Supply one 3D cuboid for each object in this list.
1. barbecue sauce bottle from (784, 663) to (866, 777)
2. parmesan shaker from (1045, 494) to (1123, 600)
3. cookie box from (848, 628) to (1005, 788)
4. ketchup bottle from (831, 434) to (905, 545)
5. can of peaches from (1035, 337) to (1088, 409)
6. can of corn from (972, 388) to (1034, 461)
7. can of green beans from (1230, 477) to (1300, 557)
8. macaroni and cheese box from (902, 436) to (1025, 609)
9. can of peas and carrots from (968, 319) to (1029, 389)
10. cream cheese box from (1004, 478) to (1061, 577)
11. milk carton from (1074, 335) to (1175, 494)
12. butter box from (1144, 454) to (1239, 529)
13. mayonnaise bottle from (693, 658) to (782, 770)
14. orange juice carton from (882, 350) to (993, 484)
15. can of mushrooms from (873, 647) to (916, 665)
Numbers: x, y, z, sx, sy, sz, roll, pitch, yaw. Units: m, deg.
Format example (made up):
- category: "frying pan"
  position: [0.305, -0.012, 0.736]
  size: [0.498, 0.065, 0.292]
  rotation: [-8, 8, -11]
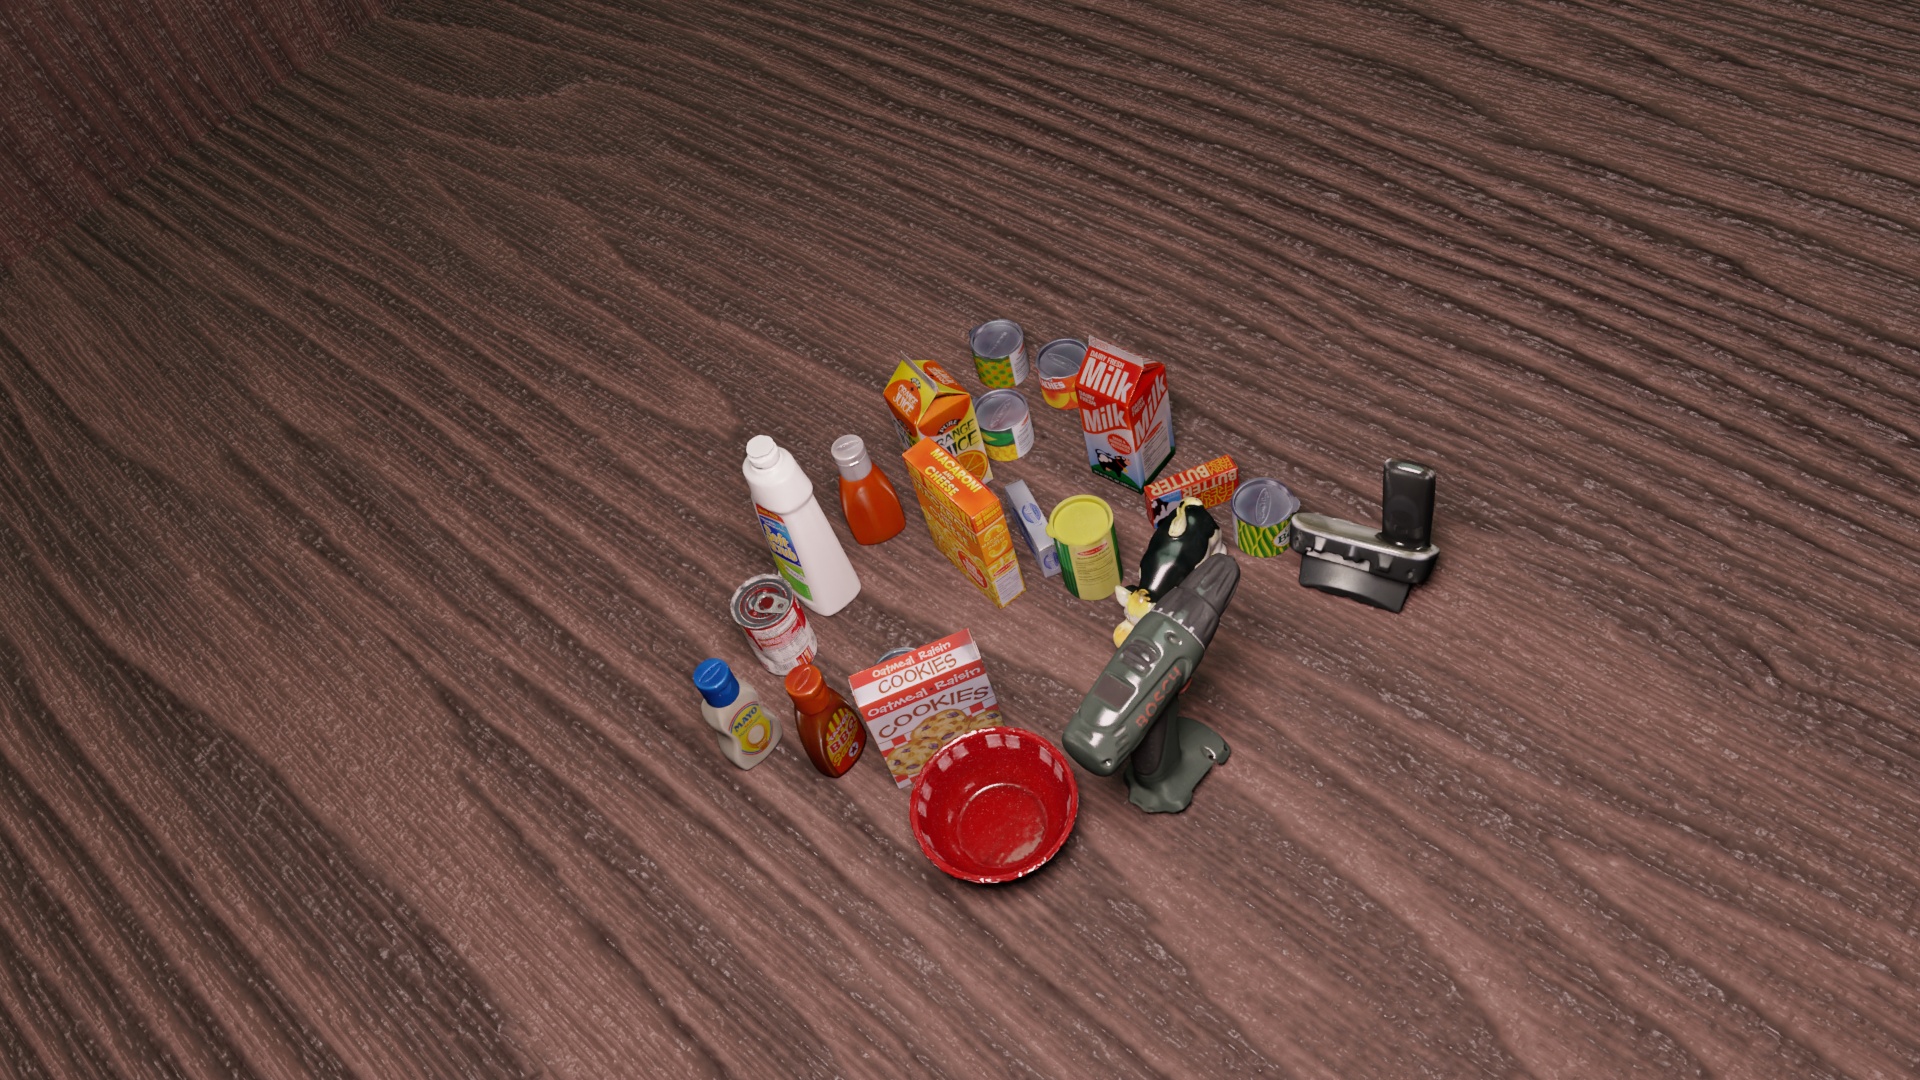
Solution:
- category: "barbecue sauce bottle"
  position: [-0.136, 0.175, 1.376]
  size: [0.044, 0.147, 0.065]
  rotation: [20, 60, 26]
- category: "parmesan shaker"
  position: [0.131, 0.010, 1.467]
  size: [0.071, 0.102, 0.071]
  rotation: [-7, 52, 9]
- category: "cookie box"
  position: [-0.028, 0.164, 1.346]
  size: [0.123, 0.166, 0.040]
  rotation: [-22, 52, -3]
- category: "ketchup bottle"
  position: [-0.107, -0.056, 1.546]
  size: [0.065, 0.148, 0.044]
  rotation: [-23, 52, -4]
- category: "can of peaches"
  position: [0.124, -0.197, 1.655]
  size: [0.071, 0.057, 0.071]
  rotation: [-7, 52, 9]
- category: "can of corn"
  position: [0.048, -0.136, 1.627]
  size: [0.071, 0.058, 0.071]
  rotation: [-7, 52, 9]
- category: "can of green beans"
  position: [0.322, -0.024, 1.475]
  size: [0.071, 0.057, 0.071]
  rotation: [-7, 52, 9]
- category: "macaroni and cheese box"
  position: [0.005, -0.019, 1.479]
  size: [0.040, 0.165, 0.124]
  rotation: [-37, 54, -14]
- category: "can of peas and carrots"
  position: [0.046, -0.227, 1.697]
  size: [0.071, 0.058, 0.071]
  rotation: [-7, 52, 9]
- category: "cream cheese box"
  position: [0.081, -0.014, 1.529]
  size: [0.024, 0.053, 0.104]
  rotation: [-23, 52, -4]
- category: "milk carton"
  position: [0.180, -0.145, 1.518]
  size: [0.072, 0.189, 0.074]
  rotation: [28, 64, 30]
- category: "butter box"
  position: [0.253, -0.053, 1.518]
  size: [0.103, 0.053, 0.024]
  rotation: [-21, 51, -3]
- category: "mayonnaise bottle"
  position: [-0.228, 0.172, 1.401]
  size: [0.041, 0.147, 0.065]
  rotation: [31, 66, 31]
- category: "orange juice carton"
  position: [-0.027, -0.129, 1.554]
  size: [0.073, 0.191, 0.072]
  rotation: [-34, 53, -12]
- category: "can of mushrooms"
  position: [-0.057, 0.148, 1.451]
  size: [0.071, 0.033, 0.071]
  rotation: [-7, 52, 9]
